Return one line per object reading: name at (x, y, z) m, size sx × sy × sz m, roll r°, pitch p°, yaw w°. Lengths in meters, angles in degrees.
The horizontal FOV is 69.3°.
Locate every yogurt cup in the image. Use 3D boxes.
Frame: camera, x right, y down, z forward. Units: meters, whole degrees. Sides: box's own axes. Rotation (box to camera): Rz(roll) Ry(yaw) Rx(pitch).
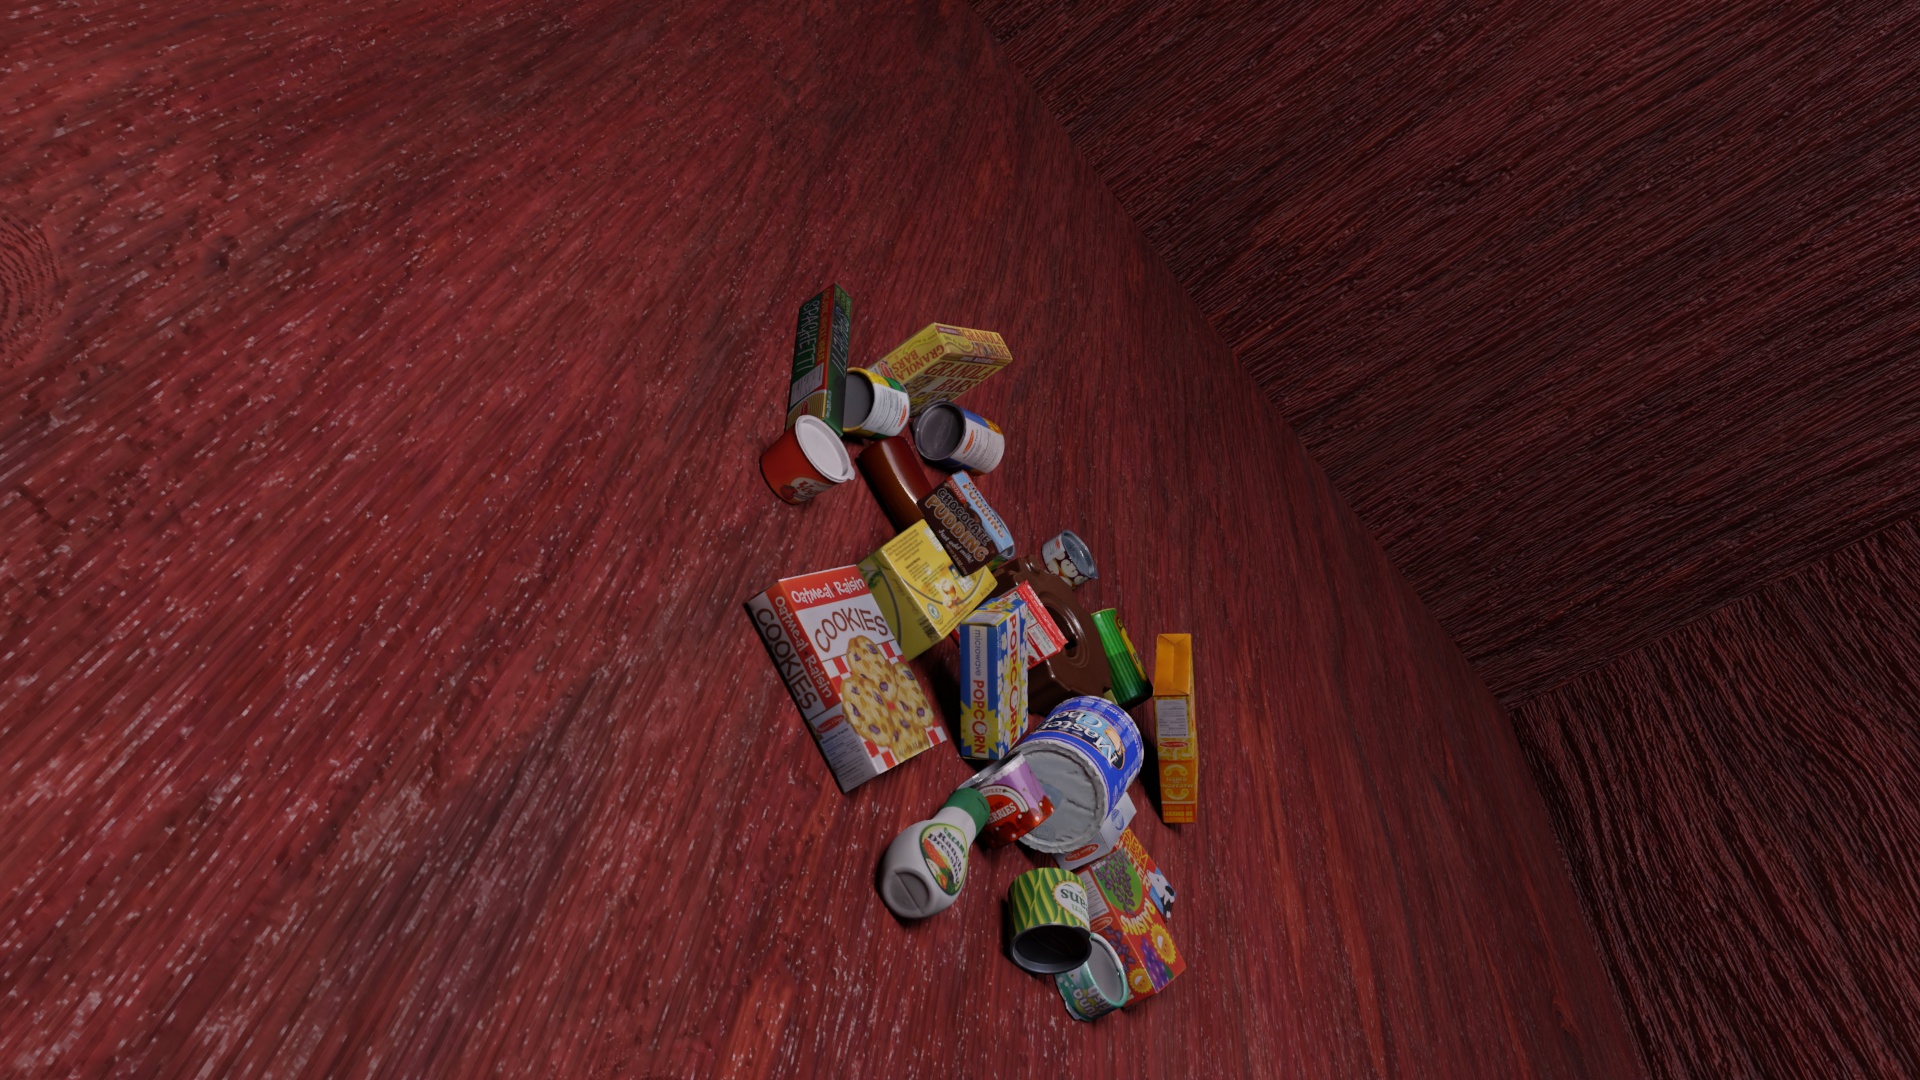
yogurt cup at (-0.137, -0.068, 1.213) m, size 0.072 × 0.054 × 0.073 m, roll 44°, pitch 26°, yaw -28°

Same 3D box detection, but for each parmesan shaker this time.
parmesan shaker at (0.162, 0.136, 1.524) m, size 0.071 × 0.071 × 0.103 m, roll 9°, pitch 53°, yaw -60°

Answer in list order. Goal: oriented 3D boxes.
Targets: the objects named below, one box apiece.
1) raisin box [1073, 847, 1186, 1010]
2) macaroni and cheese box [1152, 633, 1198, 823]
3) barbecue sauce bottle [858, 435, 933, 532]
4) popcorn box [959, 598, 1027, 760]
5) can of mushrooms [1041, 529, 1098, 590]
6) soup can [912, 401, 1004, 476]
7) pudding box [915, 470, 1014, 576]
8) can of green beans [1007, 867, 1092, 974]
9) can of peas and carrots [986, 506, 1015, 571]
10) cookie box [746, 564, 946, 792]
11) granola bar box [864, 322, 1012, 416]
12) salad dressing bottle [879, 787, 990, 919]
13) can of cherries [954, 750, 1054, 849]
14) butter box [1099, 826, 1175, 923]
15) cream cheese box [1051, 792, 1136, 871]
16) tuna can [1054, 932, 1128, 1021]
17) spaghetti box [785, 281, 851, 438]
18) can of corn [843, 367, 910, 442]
raisin box at (0.147, 0.348, 1.255) m, size 0.123 × 0.040 × 0.086 m, roll 61°, pitch 23°, yaw 14°
macaroni and cheese box at (0.234, 0.203, 1.510) m, size 0.124 × 0.040 × 0.165 m, roll -70°, pitch 155°, yaw -61°
barbecue sauce bottle at (-0.043, -0.030, 1.362) m, size 0.148 × 0.043 × 0.065 m, roll 61°, pitch 24°, yaw 8°
popcorn box at (0.030, 0.122, 1.239) m, size 0.085 × 0.038 × 0.126 m, roll -32°, pitch 124°, yaw -67°
can of mushrooms at (0.129, 0.025, 1.637) m, size 0.071 × 0.033 × 0.071 m, roll 44°, pitch 26°, yaw -27°
soup can at (-0.002, -0.111, 1.519) m, size 0.084 × 0.071 × 0.071 m, roll 19°, pitch 43°, yaw -56°
pudding box at (0.004, -0.016, 1.257) m, size 0.083 × 0.049 × 0.030 m, roll 56°, pitch 24°, yaw 3°
can of green beans at (0.072, 0.308, 1.126) m, size 0.071 × 0.071 × 0.058 m, roll 44°, pitch 26°, yaw -28°
can of peas and carrots at (0.012, 0.005, 1.405) m, size 0.071 × 0.058 × 0.071 m, roll 43°, pitch 27°, yaw -28°
cookie box at (-0.089, 0.105, 1.106) m, size 0.167 × 0.040 × 0.123 m, roll 61°, pitch 24°, yaw 8°
granola bar box at (-0.033, -0.178, 1.467) m, size 0.039 × 0.124 × 0.166 m, roll 62°, pitch 23°, yaw 8°
salad dressing bottle at (-0.016, 0.237, 1.074) m, size 0.064 × 0.044 × 0.148 m, roll 57°, pitch 23°, yaw -3°
can of cherries at (0.037, 0.220, 1.170) m, size 0.058 × 0.071 × 0.072 m, roll 59°, pitch 23°, yaw 2°
butter box at (0.169, 0.321, 1.350) m, size 0.103 × 0.024 × 0.053 m, roll 55°, pitch 23°, yaw -6°
cream cheese box at (0.125, 0.271, 1.294) m, size 0.024 × 0.053 × 0.104 m, roll 61°, pitch 23°, yaw 1°
tuna can at (0.109, 0.367, 1.165) m, size 0.071 × 0.032 × 0.071 m, roll 44°, pitch 26°, yaw -28°
spaghetti box at (-0.136, -0.170, 1.349) m, size 0.028 × 0.050 × 0.251 m, roll 45°, pitch 26°, yaw -31°
can of corn at (-0.095, -0.134, 1.368) m, size 0.058 × 0.071 × 0.071 m, roll 11°, pitch 51°, yaw -59°
